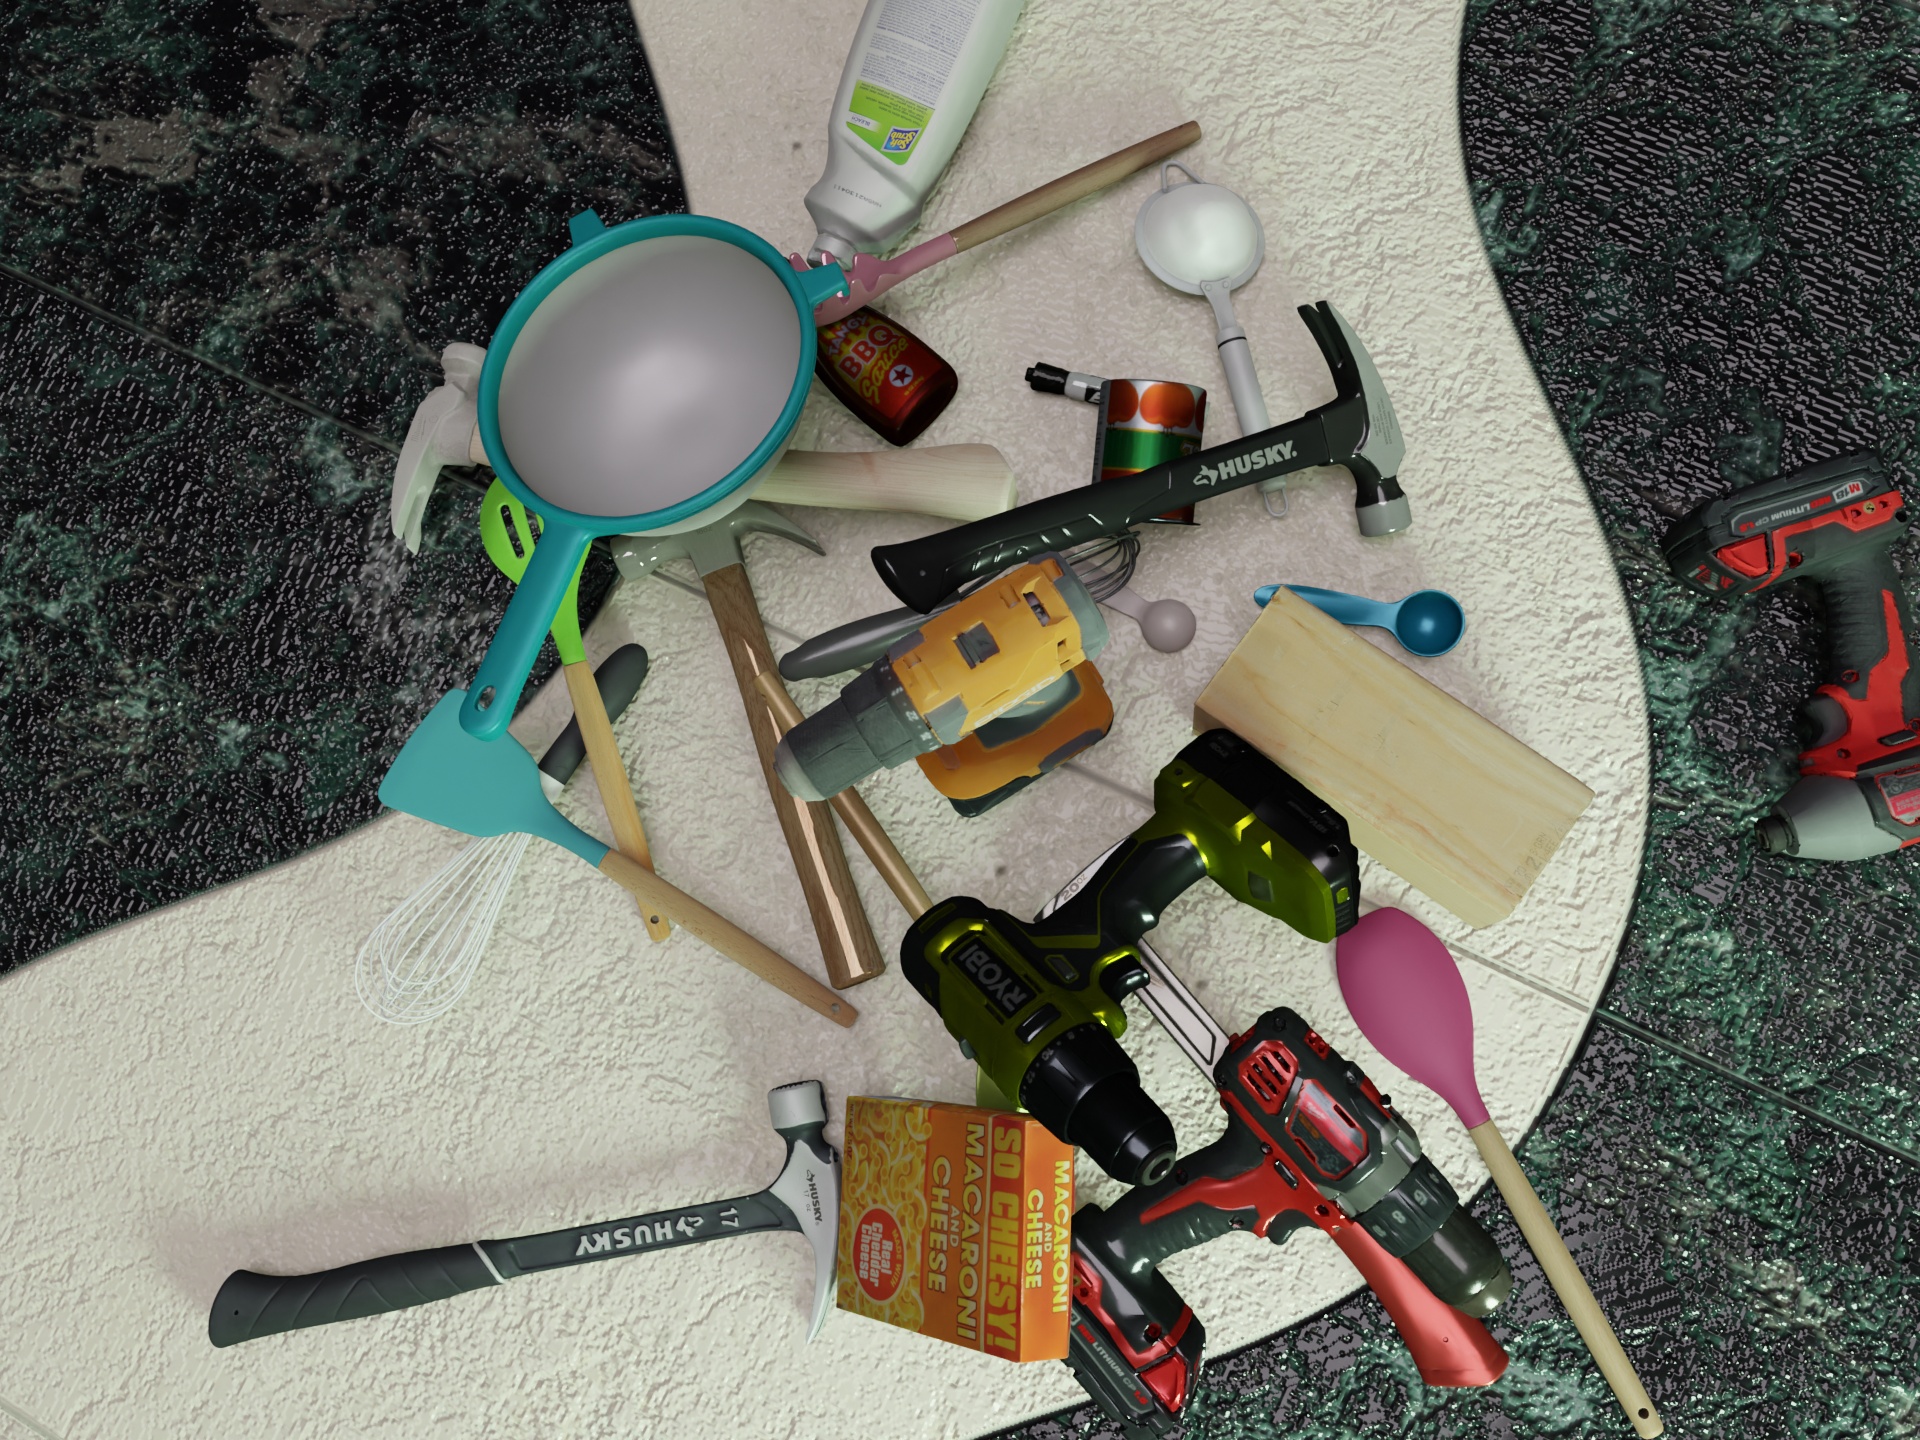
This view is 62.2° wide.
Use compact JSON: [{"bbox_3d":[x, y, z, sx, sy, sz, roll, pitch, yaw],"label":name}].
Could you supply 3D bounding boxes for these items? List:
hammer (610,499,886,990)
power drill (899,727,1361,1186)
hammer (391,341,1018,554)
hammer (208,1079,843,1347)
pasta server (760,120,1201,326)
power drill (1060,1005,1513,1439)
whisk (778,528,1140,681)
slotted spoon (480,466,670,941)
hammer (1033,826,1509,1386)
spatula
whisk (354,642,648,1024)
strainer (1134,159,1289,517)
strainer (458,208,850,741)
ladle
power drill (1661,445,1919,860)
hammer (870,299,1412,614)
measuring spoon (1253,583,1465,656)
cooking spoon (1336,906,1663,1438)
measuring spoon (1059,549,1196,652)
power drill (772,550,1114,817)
[{"bbox_3d":[-0.114,0.008,1.011,0.130,0.031,0.331,-21,78,4],"label":"hammer"},{"bbox_3d":[0.105,0.124,0.856,0.228,0.080,0.191,-36,49,-15],"label":"power drill"},{"bbox_3d":[-0.168,-0.156,1.020,0.411,0.038,0.146,8,71,13],"label":"hammer"},{"bbox_3d":[-0.267,0.333,0.974,0.409,0.036,0.149,-13,79,6],"label":"hammer"},{"bbox_3d":[0.016,-0.326,1.025,0.316,0.040,0.060,-27,41,-9],"label":"pasta server"},{"bbox_3d":[0.163,0.292,0.868,0.226,0.080,0.188,-46,78,13],"label":"power drill"},{"bbox_3d":[0.000,-0.071,0.982,0.239,0.055,0.055,-20,78,2],"label":"whisk"},{"bbox_3d":[-0.232,-0.012,0.998,0.070,0.031,0.314,-17,93,-5],"label":"slotted spoon"},{"bbox_3d":[0.187,0.225,0.926,0.149,0.036,0.359,-41,76,-1],"label":"hammer"},{"bbox_3d":[-0.198,0.099,0.973,0.317,0.044,0.082,32,77,0],"label":"spatula"},{"bbox_3d":[-0.284,0.069,1.016,0.070,0.070,0.284,32,81,12],"label":"whisk"},{"bbox_3d":[0.172,-0.252,1.015,0.087,0.050,0.258,-12,81,-9],"label":"strainer"},{"bbox_3d":[-0.199,-0.134,0.950,0.211,0.095,0.340,17,77,19],"label":"strainer"},{"bbox_3d":[-0.041,0.107,0.951,0.062,0.078,0.320,-31,81,-30],"label":"ladle"},{"bbox_3d":[0.496,-0.031,0.910,0.143,0.078,0.220,-19,80,5],"label":"power drill"},{"bbox_3d":[0.106,-0.137,0.928,0.334,0.035,0.146,-19,102,-15],"label":"hammer"},{"bbox_3d":[0.246,-0.066,0.984,0.129,0.021,0.042,12,82,19],"label":"measuring spoon"},{"bbox_3d":[0.311,0.254,0.911,0.069,0.017,0.319,-28,77,3],"label":"cooking spoon"},{"bbox_3d":[0.093,-0.084,1.004,0.124,0.018,0.034,31,86,13],"label":"measuring spoon"},{"bbox_3d":[-0.001,-0.003,0.896,0.185,0.226,0.084,-32,77,2],"label":"power drill"}]
